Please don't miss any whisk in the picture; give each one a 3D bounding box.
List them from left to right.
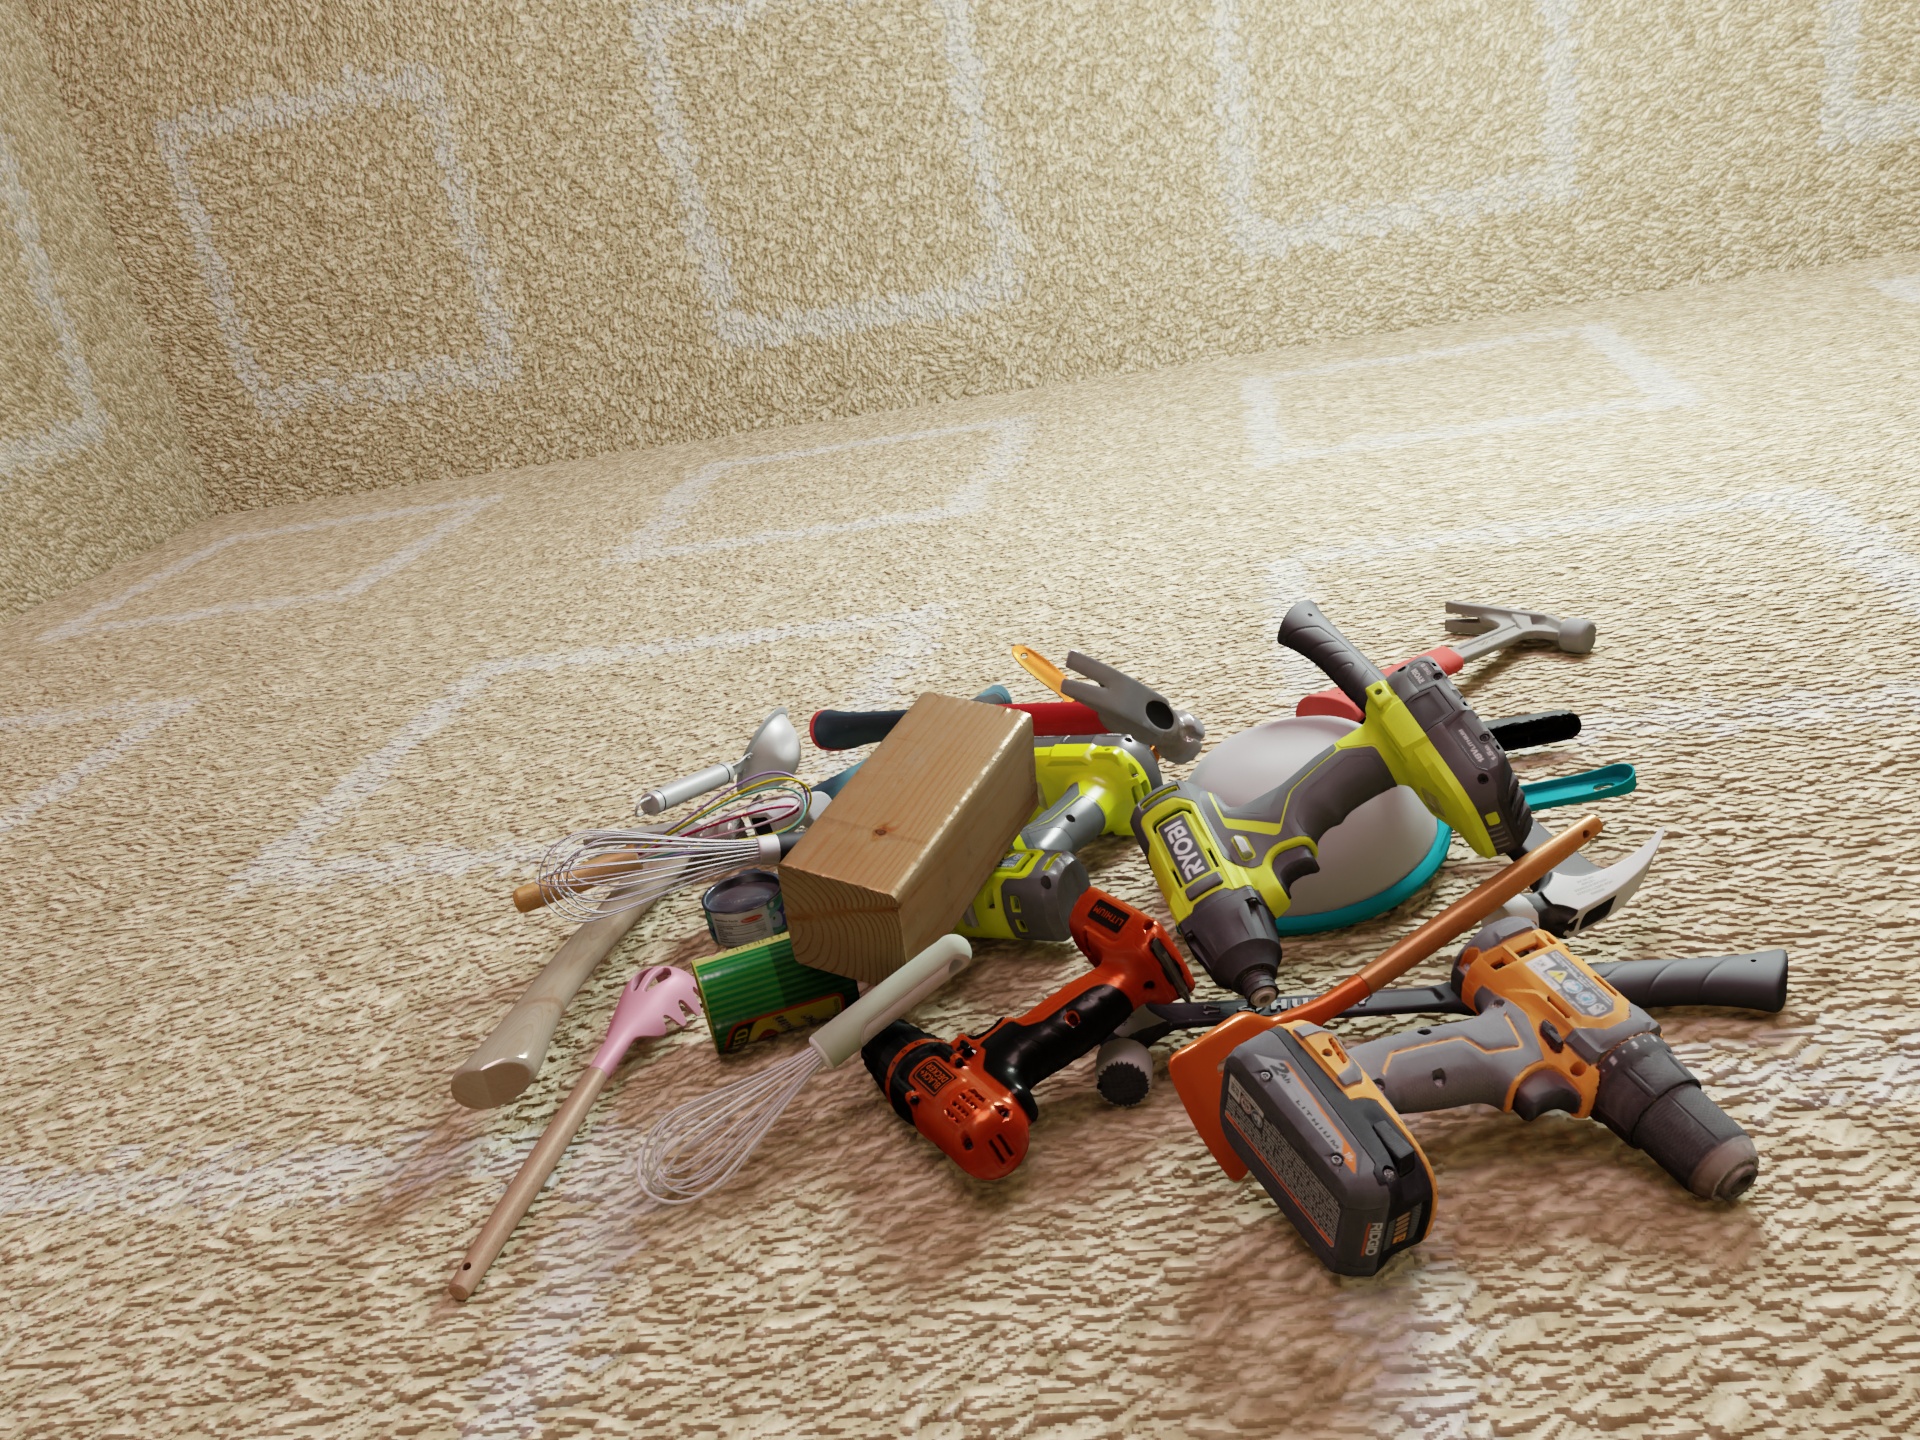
[{"bbox_3d":[-0.232,0.103,1.255,0.245,0.047,0.051,-21,64,-7],"label":"whisk"},{"bbox_3d":[-0.179,0.103,1.213,0.284,0.070,0.070,-7,19,-21],"label":"whisk"},{"bbox_3d":[-0.091,0.209,0.974,0.246,0.057,0.059,-35,50,-17],"label":"whisk"}]

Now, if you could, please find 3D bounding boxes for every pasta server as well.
[{"bbox_3d":[-0.246,0.256,1.038,0.060,0.040,0.316,-4,27,17],"label":"pasta server"}]

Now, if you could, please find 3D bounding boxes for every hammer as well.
[{"bbox_3d":[-0.287,0.170,1.202,0.146,0.038,0.411,-8,17,12],"label":"hammer"},{"bbox_3d":[-0.062,0.033,1.443,0.128,0.033,0.331,-15,9,45],"label":"hammer"},{"bbox_3d":[-0.002,-0.004,1.251,0.143,0.038,0.386,27,-20,-39],"label":"hammer"},{"bbox_3d":[0.400,-0.048,1.380,0.359,0.036,0.149,-19,22,-40],"label":"hammer"},{"bbox_3d":[0.289,0.169,0.975,0.409,0.036,0.149,-6,22,11],"label":"hammer"},{"bbox_3d":[0.328,0.018,1.094,0.146,0.035,0.335,-15,43,-20],"label":"hammer"}]

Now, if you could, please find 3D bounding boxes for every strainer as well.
[{"bbox_3d":[-0.193,0.045,1.329,0.050,0.086,0.258,28,22,18],"label":"strainer"},{"bbox_3d":[0.303,0.044,1.143,0.340,0.095,0.211,-12,27,13],"label":"strainer"}]

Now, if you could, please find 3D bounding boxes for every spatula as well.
[{"bbox_3d":[0.257,0.142,0.923,0.322,0.081,0.041,-31,6,-14],"label":"spatula"}]

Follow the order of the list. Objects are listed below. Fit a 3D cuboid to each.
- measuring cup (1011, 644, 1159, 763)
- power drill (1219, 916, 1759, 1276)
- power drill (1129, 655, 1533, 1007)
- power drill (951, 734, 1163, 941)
[{"bbox_3d":[0.102,-0.003,1.380,0.095,0.052,0.174,-34,53,-19],"label":"measuring cup"},{"bbox_3d":[0.274,0.204,0.825,0.226,0.084,0.186,-18,39,-20],"label":"power drill"},{"bbox_3d":[0.232,0.072,1.000,0.223,0.080,0.171,-31,41,9],"label":"power drill"},{"bbox_3d":[0.041,0.090,1.231,0.190,0.080,0.228,-2,26,34],"label":"power drill"}]
